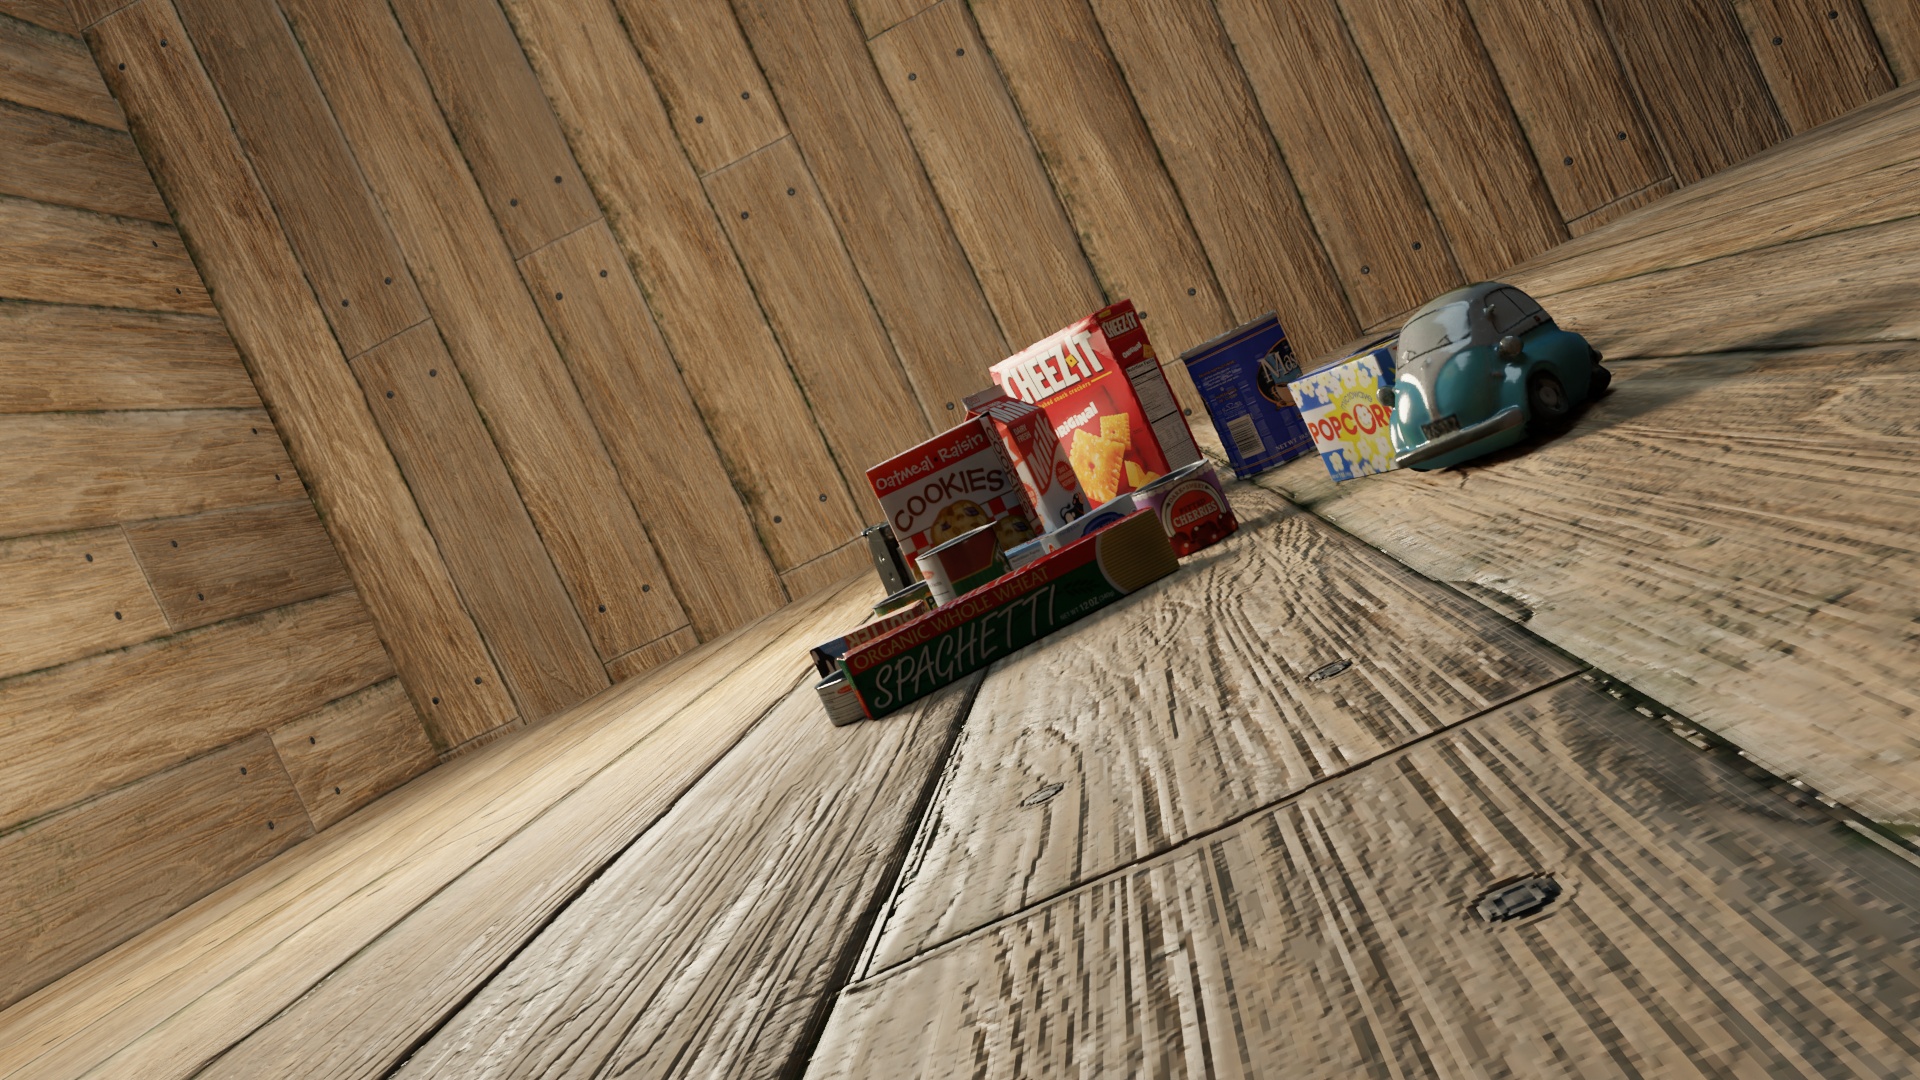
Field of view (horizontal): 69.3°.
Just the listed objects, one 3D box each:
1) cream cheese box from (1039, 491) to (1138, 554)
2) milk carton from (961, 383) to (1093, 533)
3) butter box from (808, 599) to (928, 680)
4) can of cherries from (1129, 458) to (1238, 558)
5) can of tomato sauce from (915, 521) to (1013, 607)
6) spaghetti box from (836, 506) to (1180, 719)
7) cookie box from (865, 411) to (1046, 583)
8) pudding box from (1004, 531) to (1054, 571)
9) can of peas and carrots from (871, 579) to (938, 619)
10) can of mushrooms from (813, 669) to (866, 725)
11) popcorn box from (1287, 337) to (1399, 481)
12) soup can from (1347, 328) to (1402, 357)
[{"bbox_3d":[0.115,0.002,1.142,0.104,0.053,0.024,-28,3,-39],"label":"cream cheese box"},{"bbox_3d":[0.062,-0.061,1.366,0.073,0.190,0.072,-23,3,39],"label":"milk carton"},{"bbox_3d":[-0.064,0.090,1.098,0.103,0.053,0.024,-24,3,23],"label":"butter box"},{"bbox_3d":[0.172,-0.023,1.065,0.071,0.058,0.071,-25,3,1],"label":"can of cherries"},{"bbox_3d":[0.014,0.037,1.089,0.071,0.083,0.071,-25,3,1],"label":"can of tomato sauce"},{"bbox_3d":[0.036,0.051,0.985,0.250,0.050,0.028,-26,3,-8],"label":"spaghetti box"},{"bbox_3d":[0.005,-0.016,1.268,0.123,0.167,0.040,-24,3,19],"label":"cookie box"},{"bbox_3d":[0.052,0.031,1.203,0.083,0.049,0.030,-25,3,9],"label":"pudding box"},{"bbox_3d":[-0.031,0.067,1.165,0.071,0.058,0.071,-25,3,1],"label":"can of peas and carrots"},{"bbox_3d":[-0.070,0.107,1.024,0.071,0.033,0.071,-25,3,1],"label":"can of mushrooms"},{"bbox_3d":[0.297,-0.093,1.006,0.038,0.085,0.126,-26,3,-15],"label":"popcorn box"},{"bbox_3d":[0.343,-0.118,1.067,0.071,0.083,0.071,-25,3,1],"label":"soup can"}]
